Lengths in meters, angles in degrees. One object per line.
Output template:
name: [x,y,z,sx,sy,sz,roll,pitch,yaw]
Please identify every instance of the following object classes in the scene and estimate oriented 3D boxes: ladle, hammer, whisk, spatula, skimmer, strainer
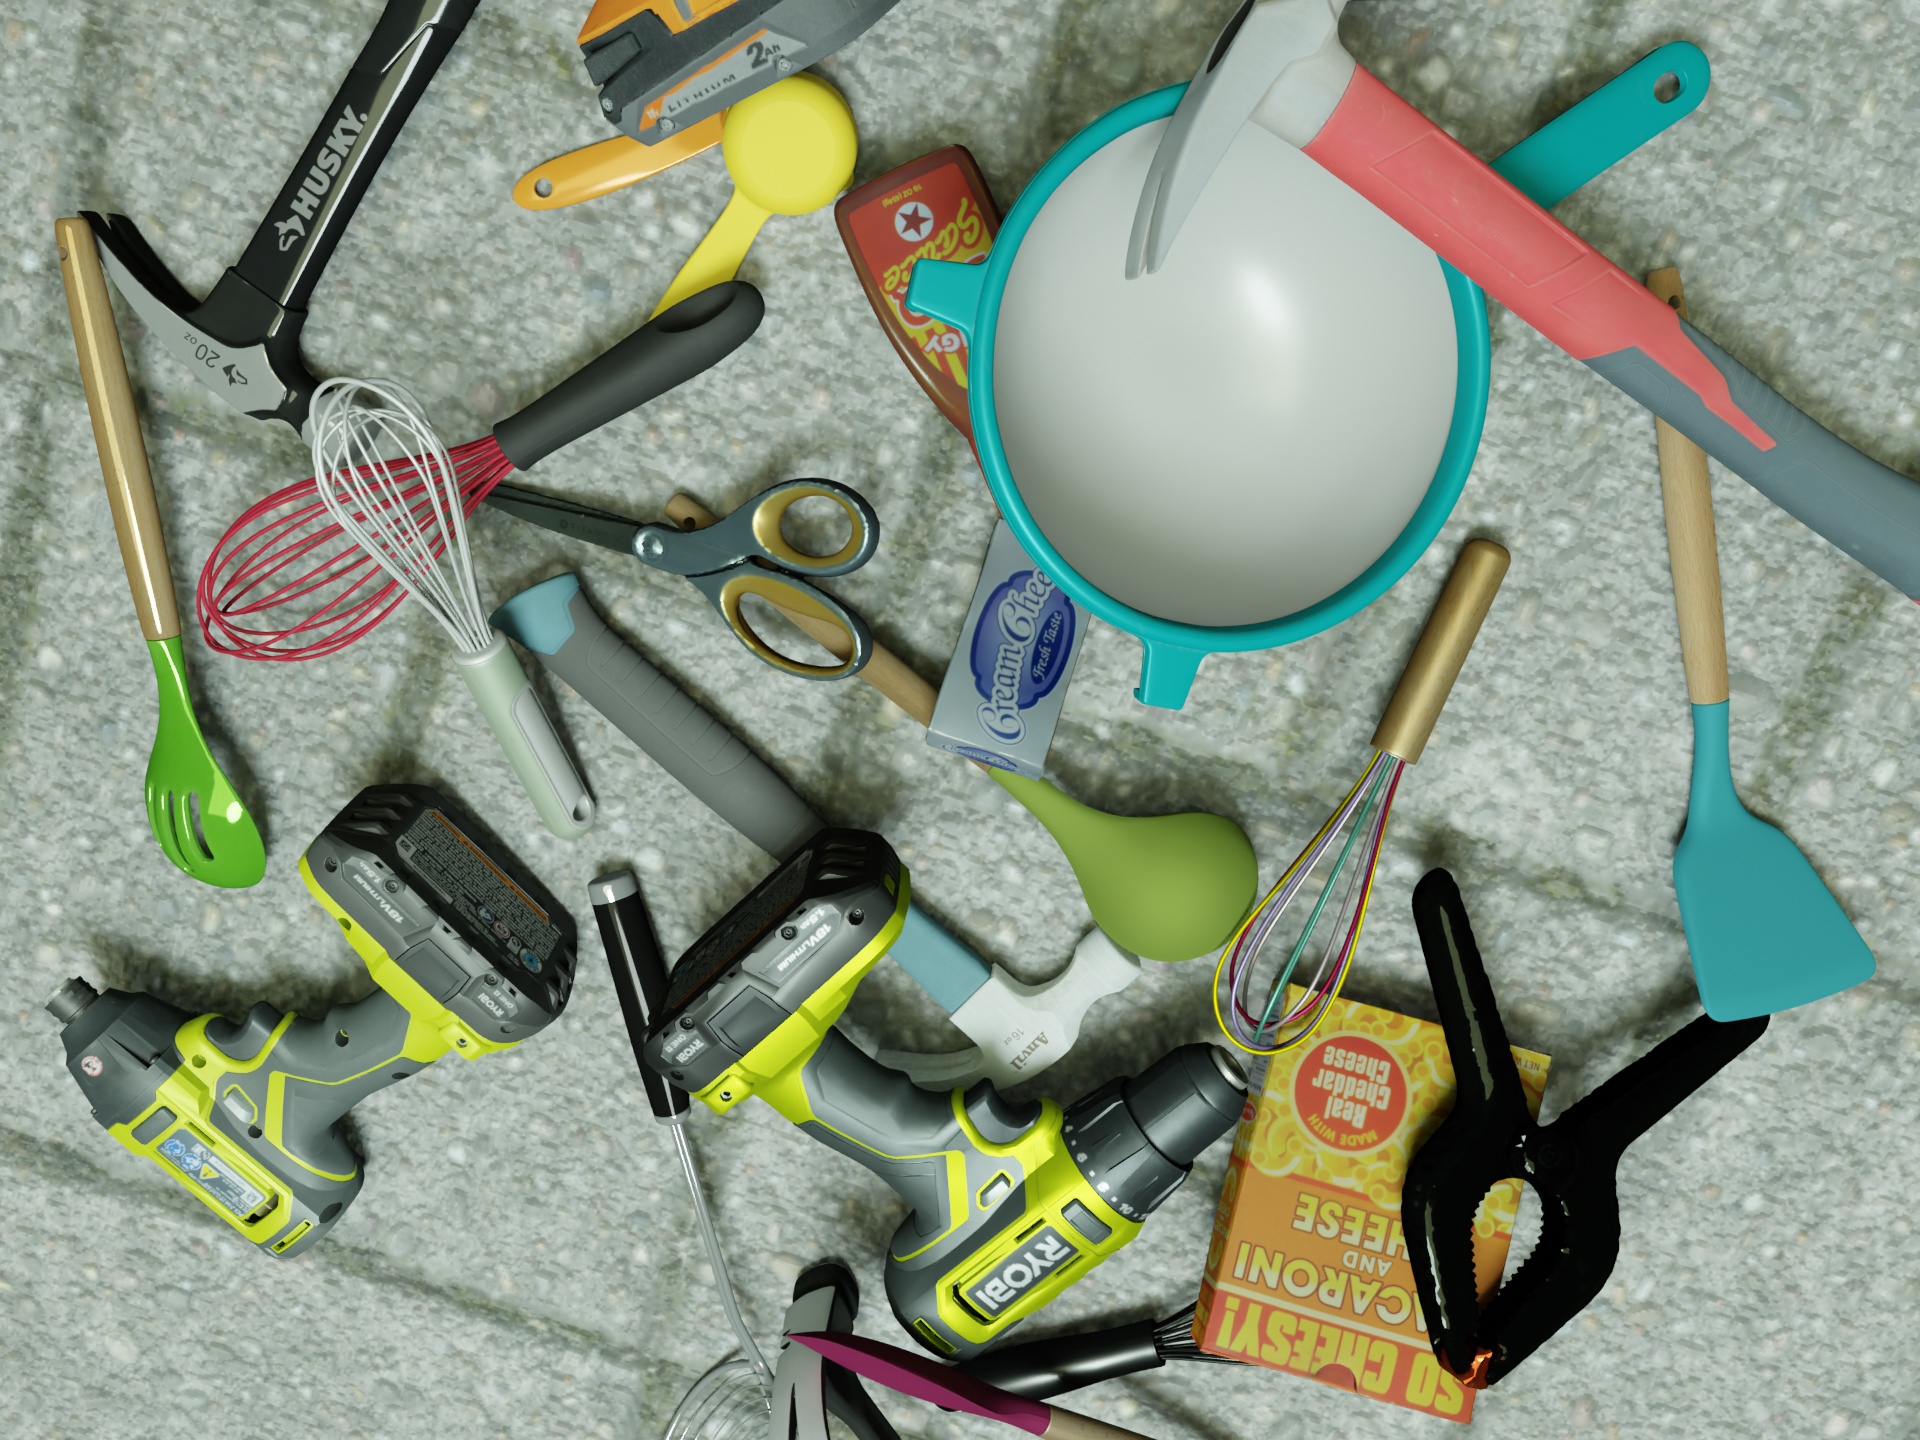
ladle: [-0.001,-0.002,0.719,0.320,0.062,0.078,38,114,2]
hammer: [-0.079,0.049,0.737,0.331,0.033,0.128,42,103,-5]
whisk: [-0.207,-0.038,0.678,0.059,0.058,0.246,4,134,23]
spatula: [0.324,-0.033,0.675,0.082,0.044,0.317,-14,101,-7]
hammer: [0.245,-0.134,0.606,0.386,0.038,0.143,29,92,-18]
hammer: [-0.239,-0.283,0.668,0.146,0.035,0.334,36,104,-5]
skimmer: [-0.148,0.257,0.764,0.090,0.127,0.363,-19,100,-35]
strainer: [0.146,-0.172,0.643,0.340,0.095,0.211,-35,106,-9]
whisk: [-0.211,-0.108,0.691,0.296,0.073,0.073,-29,100,10]
whisk: [0.174,0.033,0.689,0.047,0.051,0.245,26,93,28]
whisk: [0.094,0.305,0.779,0.239,0.055,0.055,-19,102,14]
hammer: [0.011,0.431,0.790,0.034,0.127,0.336,-30,105,10]

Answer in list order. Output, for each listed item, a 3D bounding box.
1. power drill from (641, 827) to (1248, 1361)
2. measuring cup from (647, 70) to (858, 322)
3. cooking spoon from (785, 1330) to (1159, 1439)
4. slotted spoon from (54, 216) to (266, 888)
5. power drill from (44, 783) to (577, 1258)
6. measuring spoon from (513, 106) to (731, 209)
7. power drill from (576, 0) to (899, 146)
power drill: [-0.005,0.158,0.700,0.190,0.080,0.228,-42,104,14]
measuring cup: [-0.099,-0.201,0.674,0.062,0.029,0.156,31,108,-18]
cooking spoon: [0.058,0.338,0.753,0.318,0.017,0.069,29,150,-22]
slotted spoon: [-0.367,-0.063,0.718,0.070,0.031,0.313,6,110,26]
power drill: [-0.309,0.138,0.752,0.223,0.080,0.171,-38,106,15]
measuring spoon: [-0.139,-0.242,0.680,0.117,0.011,0.021,-16,102,9]
power drill: [-0.137,-0.336,0.577,0.164,0.084,0.226,-12,123,32]
